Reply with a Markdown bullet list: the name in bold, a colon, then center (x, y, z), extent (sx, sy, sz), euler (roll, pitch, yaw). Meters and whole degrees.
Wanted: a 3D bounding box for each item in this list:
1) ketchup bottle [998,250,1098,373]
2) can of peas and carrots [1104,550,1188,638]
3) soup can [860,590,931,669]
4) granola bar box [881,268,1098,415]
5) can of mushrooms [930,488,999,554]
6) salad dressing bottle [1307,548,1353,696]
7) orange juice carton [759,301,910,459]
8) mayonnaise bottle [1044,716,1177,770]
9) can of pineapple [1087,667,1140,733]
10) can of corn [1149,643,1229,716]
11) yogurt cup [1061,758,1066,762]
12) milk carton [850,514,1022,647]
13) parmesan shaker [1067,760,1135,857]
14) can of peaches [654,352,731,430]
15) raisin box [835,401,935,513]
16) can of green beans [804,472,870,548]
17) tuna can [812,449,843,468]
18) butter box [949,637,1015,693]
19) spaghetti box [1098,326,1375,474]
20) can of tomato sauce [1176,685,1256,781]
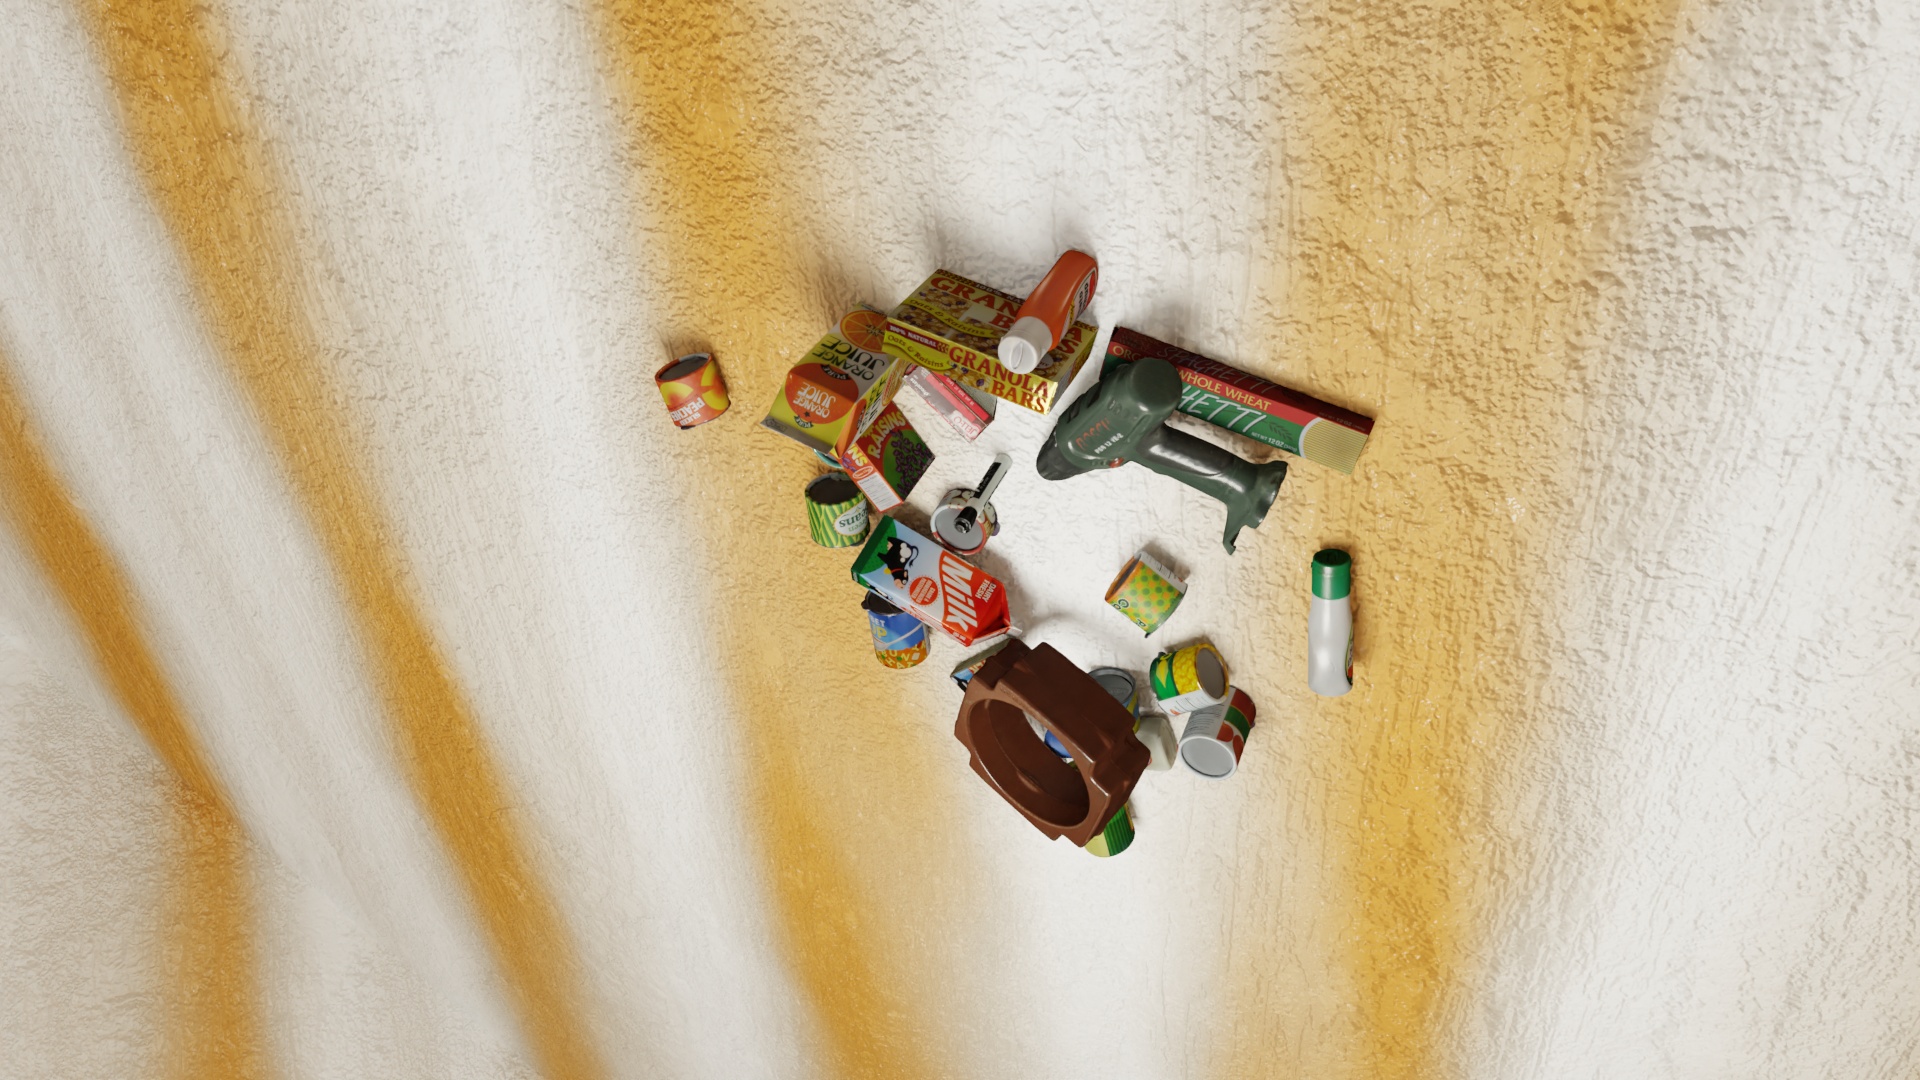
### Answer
- **ketchup bottle**: center (0.076, -0.197, 1.219), extent (0.043, 0.149, 0.064), euler (23, 133, 11)
- **can of peas and carrots**: center (0.187, 0.054, 1.415), extent (0.059, 0.071, 0.070), euler (38, 133, -3)
- **soup can**: center (-0.073, 0.096, 1.583), extent (0.071, 0.072, 0.083), euler (9, 129, 21)
- **granola bar box**: center (0.028, -0.184, 1.270), extent (0.166, 0.125, 0.038), euler (23, 128, 10)
- **can of mushrooms**: center (0.005, -0.019, 1.477), extent (0.071, 0.034, 0.070), euler (14, 130, 17)
- **salad dressing bottle**: center (0.361, 0.080, 1.354), extent (0.044, 0.064, 0.147), euler (1, 119, 17)
- **orange juice carton**: center (-0.114, -0.145, 1.328), extent (0.072, 0.194, 0.072), euler (27, 132, 7)
- **mayonnaise bottle**: center (0.169, 0.232, 1.585), extent (0.148, 0.041, 0.064), euler (-4, 125, 29)
- **can of pineapple**: center (0.163, 0.184, 1.530), extent (0.071, 0.071, 0.057), euler (5, 128, 24)
- **can of corn**: center (0.241, 0.144, 1.463), extent (0.058, 0.071, 0.071), euler (-23, 112, 37)
- **yogurt cup**: center (0.088, 0.281, 1.657), extent (0.072, 0.054, 0.072), euler (14, 130, 18)
- **milk carton**: center (-0.019, 0.055, 1.504), extent (0.190, 0.073, 0.072), euler (31, 169, 2)
- **parmesan shaker**: center (0.162, 0.313, 1.638), extent (0.071, 0.072, 0.102), euler (0, 126, 27)
- **can of peaches**: center (-0.288, -0.161, 1.491), extent (0.071, 0.071, 0.057), euler (-1, 124, 28)
- **raisin box**: center (-0.090, -0.102, 1.424), extent (0.040, 0.086, 0.123), euler (-23, 112, 40)
- **can of green beans**: center (-0.134, -0.034, 1.515), extent (0.071, 0.071, 0.057), euler (10, 129, 20)
- **tuna can**: center (-0.125, -0.110, 1.472), extent (0.071, 0.033, 0.070), euler (14, 130, 18)
- **butter box**: center (0.040, 0.152, 1.600), extent (0.053, 0.024, 0.103), euler (47, 132, -13)
- **spaghetti box**: center (0.248, -0.129, 1.267), extent (0.250, 0.029, 0.049), euler (22, 133, 10)
- **can of tomato sauce**: center (0.274, 0.206, 1.481), extent (0.071, 0.083, 0.070), euler (14, 130, 18)
